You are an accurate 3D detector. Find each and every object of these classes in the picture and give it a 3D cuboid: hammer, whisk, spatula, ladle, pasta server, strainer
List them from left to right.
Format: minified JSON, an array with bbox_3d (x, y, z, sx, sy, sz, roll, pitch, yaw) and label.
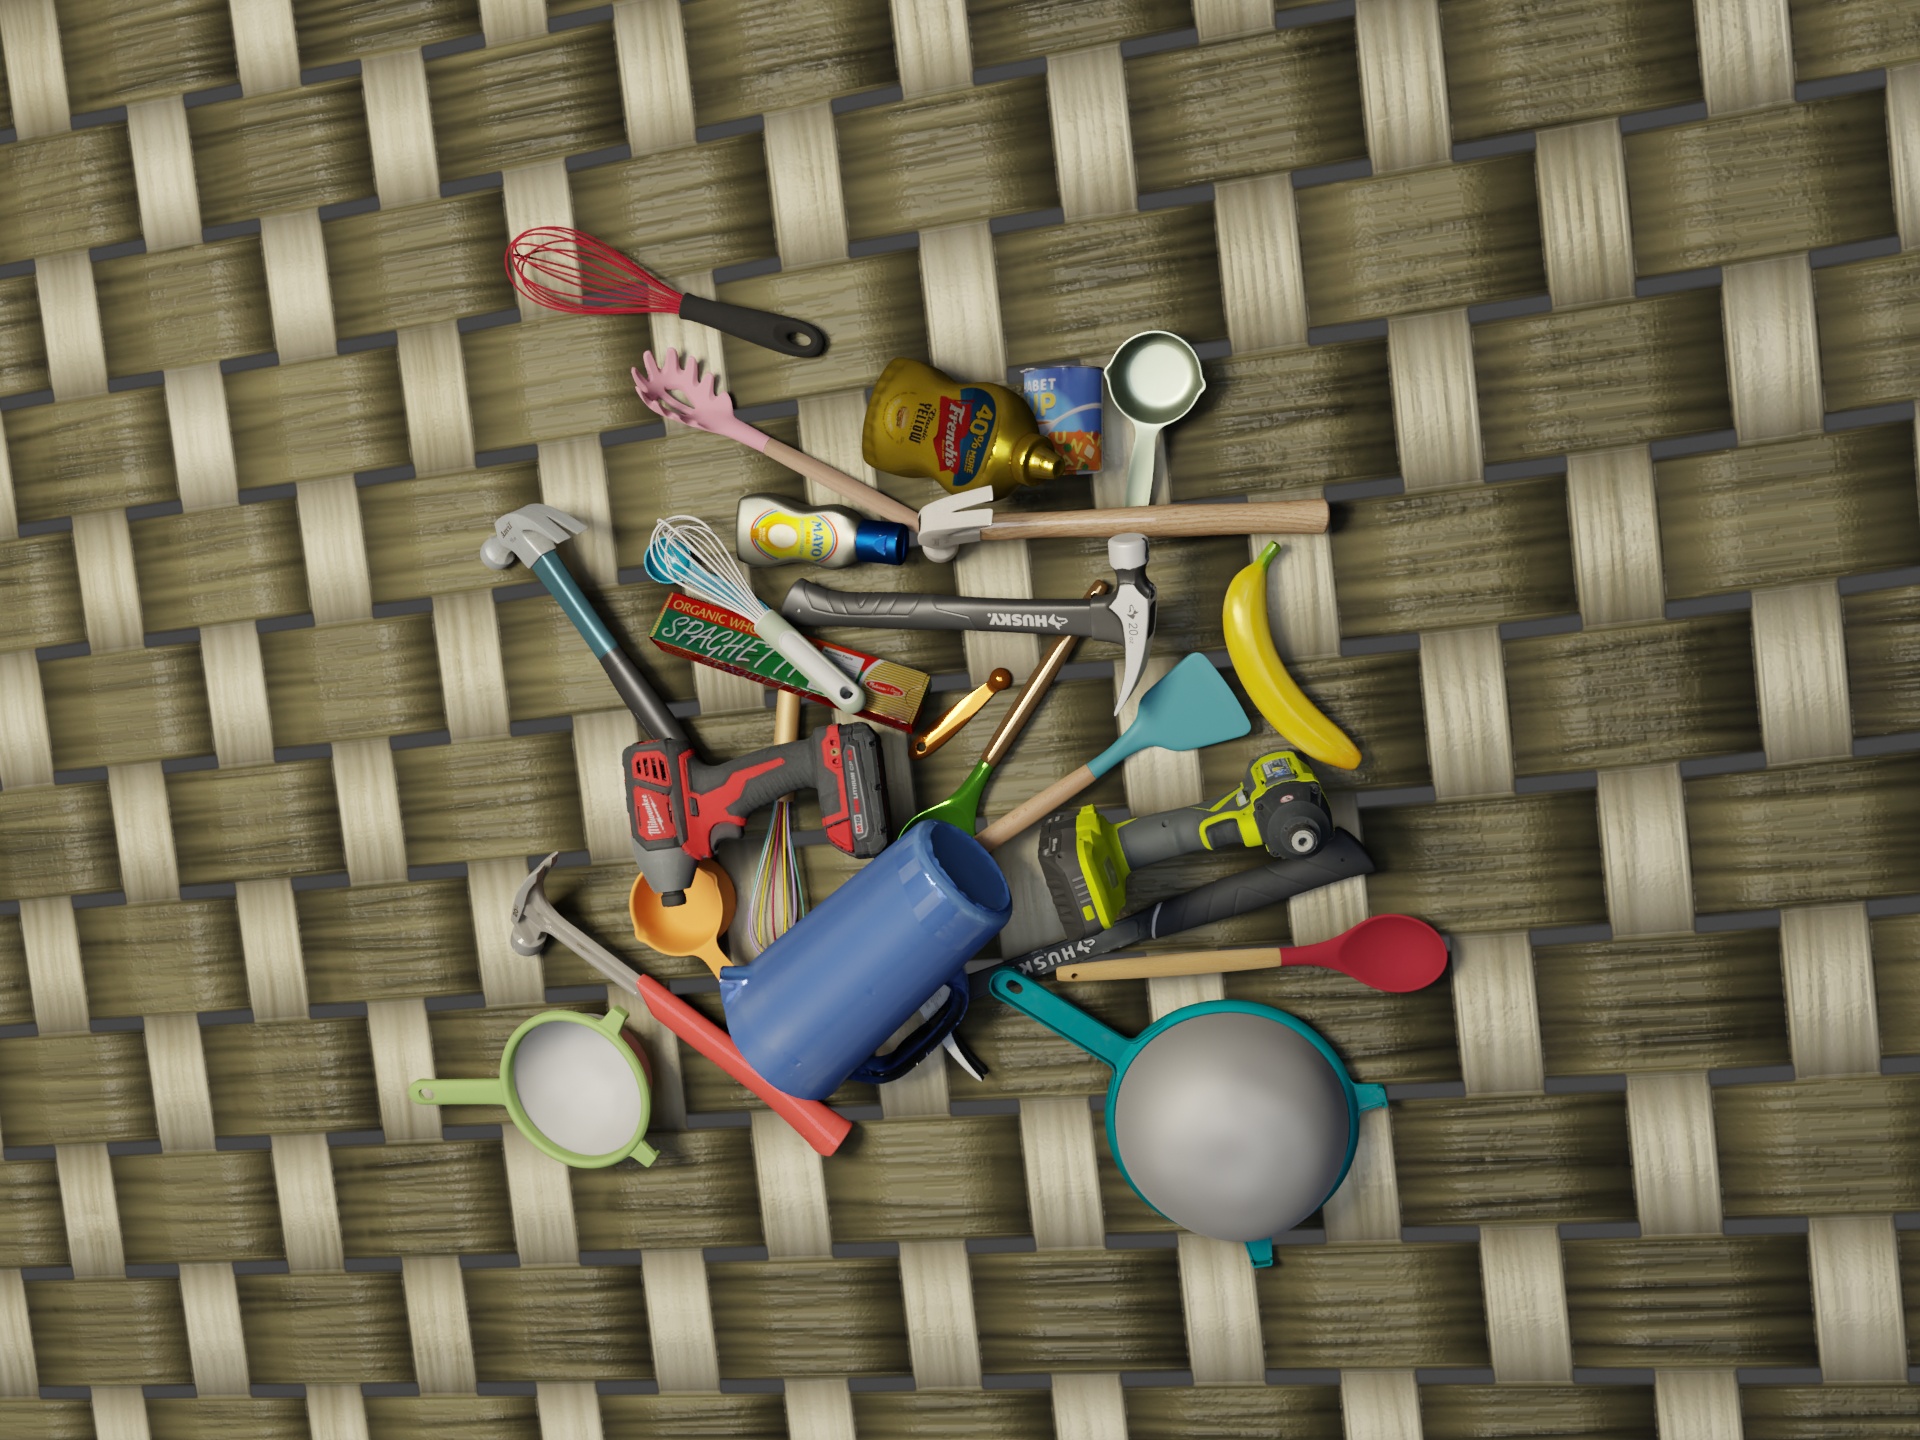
[{"bbox_3d":[-0.384,0.328,1.458,0.256,0.069,0.151,-6,102,21],"label":"strainer"},{"bbox_3d":[-0.303,-0.048,1.407,0.331,0.033,0.128,55,139,-2],"label":"hammer"},{"bbox_3d":[-0.258,-0.366,1.382,0.296,0.073,0.073,17,98,4],"label":"whisk"},{"bbox_3d":[-0.245,0.260,1.407,0.359,0.037,0.149,36,139,3],"label":"hammer"},{"bbox_3d":[-0.173,-0.091,1.355,0.246,0.059,0.058,42,79,11],"label":"whisk"},{"bbox_3d":[-0.156,0.093,1.399,0.051,0.047,0.245,4,91,-4],"label":"whisk"},{"bbox_3d":[-0.143,-0.230,1.374,0.316,0.040,0.060,28,63,7],"label":"pasta server"},{"bbox_3d":[0.000,-0.084,1.326,0.335,0.035,0.146,4,115,23],"label":"hammer"},{"bbox_3d":[0.088,0.058,1.330,0.317,0.044,0.082,-34,102,6],"label":"spatula"},{"bbox_3d":[0.130,-0.161,1.284,0.331,0.130,0.031,-2,83,1],"label":"hammer"},{"bbox_3d":[0.149,0.180,1.343,0.409,0.036,0.149,-21,91,13],"label":"hammer"},{"bbox_3d":[0.167,0.309,1.297,0.340,0.095,0.211,32,103,0],"label":"strainer"},{"bbox_3d":[0.236,0.198,1.305,0.315,0.031,0.069,-4,104,3],"label":"ladle"}]

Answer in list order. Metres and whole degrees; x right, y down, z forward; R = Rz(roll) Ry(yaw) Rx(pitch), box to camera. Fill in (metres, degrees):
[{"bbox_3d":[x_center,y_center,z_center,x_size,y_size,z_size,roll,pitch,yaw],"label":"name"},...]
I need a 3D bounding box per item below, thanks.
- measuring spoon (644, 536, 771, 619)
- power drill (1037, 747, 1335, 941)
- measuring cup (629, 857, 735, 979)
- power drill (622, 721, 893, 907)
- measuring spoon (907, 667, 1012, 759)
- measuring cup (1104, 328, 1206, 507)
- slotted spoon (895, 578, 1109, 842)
[{"bbox_3d":[-0.221,-0.120,1.413,0.128,0.021,0.042,30,88,0],"label":"measuring spoon"},{"bbox_3d":[0.179,0.094,1.250,0.223,0.171,0.080,-19,101,9],"label":"power drill"},{"bbox_3d":[-0.218,0.195,1.416,0.095,0.052,0.173,-39,87,12],"label":"measuring cup"},{"bbox_3d":[-0.172,0.077,1.346,0.219,0.078,0.143,-7,87,2],"label":"power drill"},{"bbox_3d":[-0.002,-0.004,1.373,0.117,0.011,0.021,-41,85,12],"label":"measuring spoon"},{"bbox_3d":[0.156,-0.240,1.315,0.083,0.038,0.167,10,113,9],"label":"measuring cup"},{"bbox_3d":[0.039,0.016,1.359,0.070,0.031,0.313,32,98,3],"label":"slotted spoon"}]
